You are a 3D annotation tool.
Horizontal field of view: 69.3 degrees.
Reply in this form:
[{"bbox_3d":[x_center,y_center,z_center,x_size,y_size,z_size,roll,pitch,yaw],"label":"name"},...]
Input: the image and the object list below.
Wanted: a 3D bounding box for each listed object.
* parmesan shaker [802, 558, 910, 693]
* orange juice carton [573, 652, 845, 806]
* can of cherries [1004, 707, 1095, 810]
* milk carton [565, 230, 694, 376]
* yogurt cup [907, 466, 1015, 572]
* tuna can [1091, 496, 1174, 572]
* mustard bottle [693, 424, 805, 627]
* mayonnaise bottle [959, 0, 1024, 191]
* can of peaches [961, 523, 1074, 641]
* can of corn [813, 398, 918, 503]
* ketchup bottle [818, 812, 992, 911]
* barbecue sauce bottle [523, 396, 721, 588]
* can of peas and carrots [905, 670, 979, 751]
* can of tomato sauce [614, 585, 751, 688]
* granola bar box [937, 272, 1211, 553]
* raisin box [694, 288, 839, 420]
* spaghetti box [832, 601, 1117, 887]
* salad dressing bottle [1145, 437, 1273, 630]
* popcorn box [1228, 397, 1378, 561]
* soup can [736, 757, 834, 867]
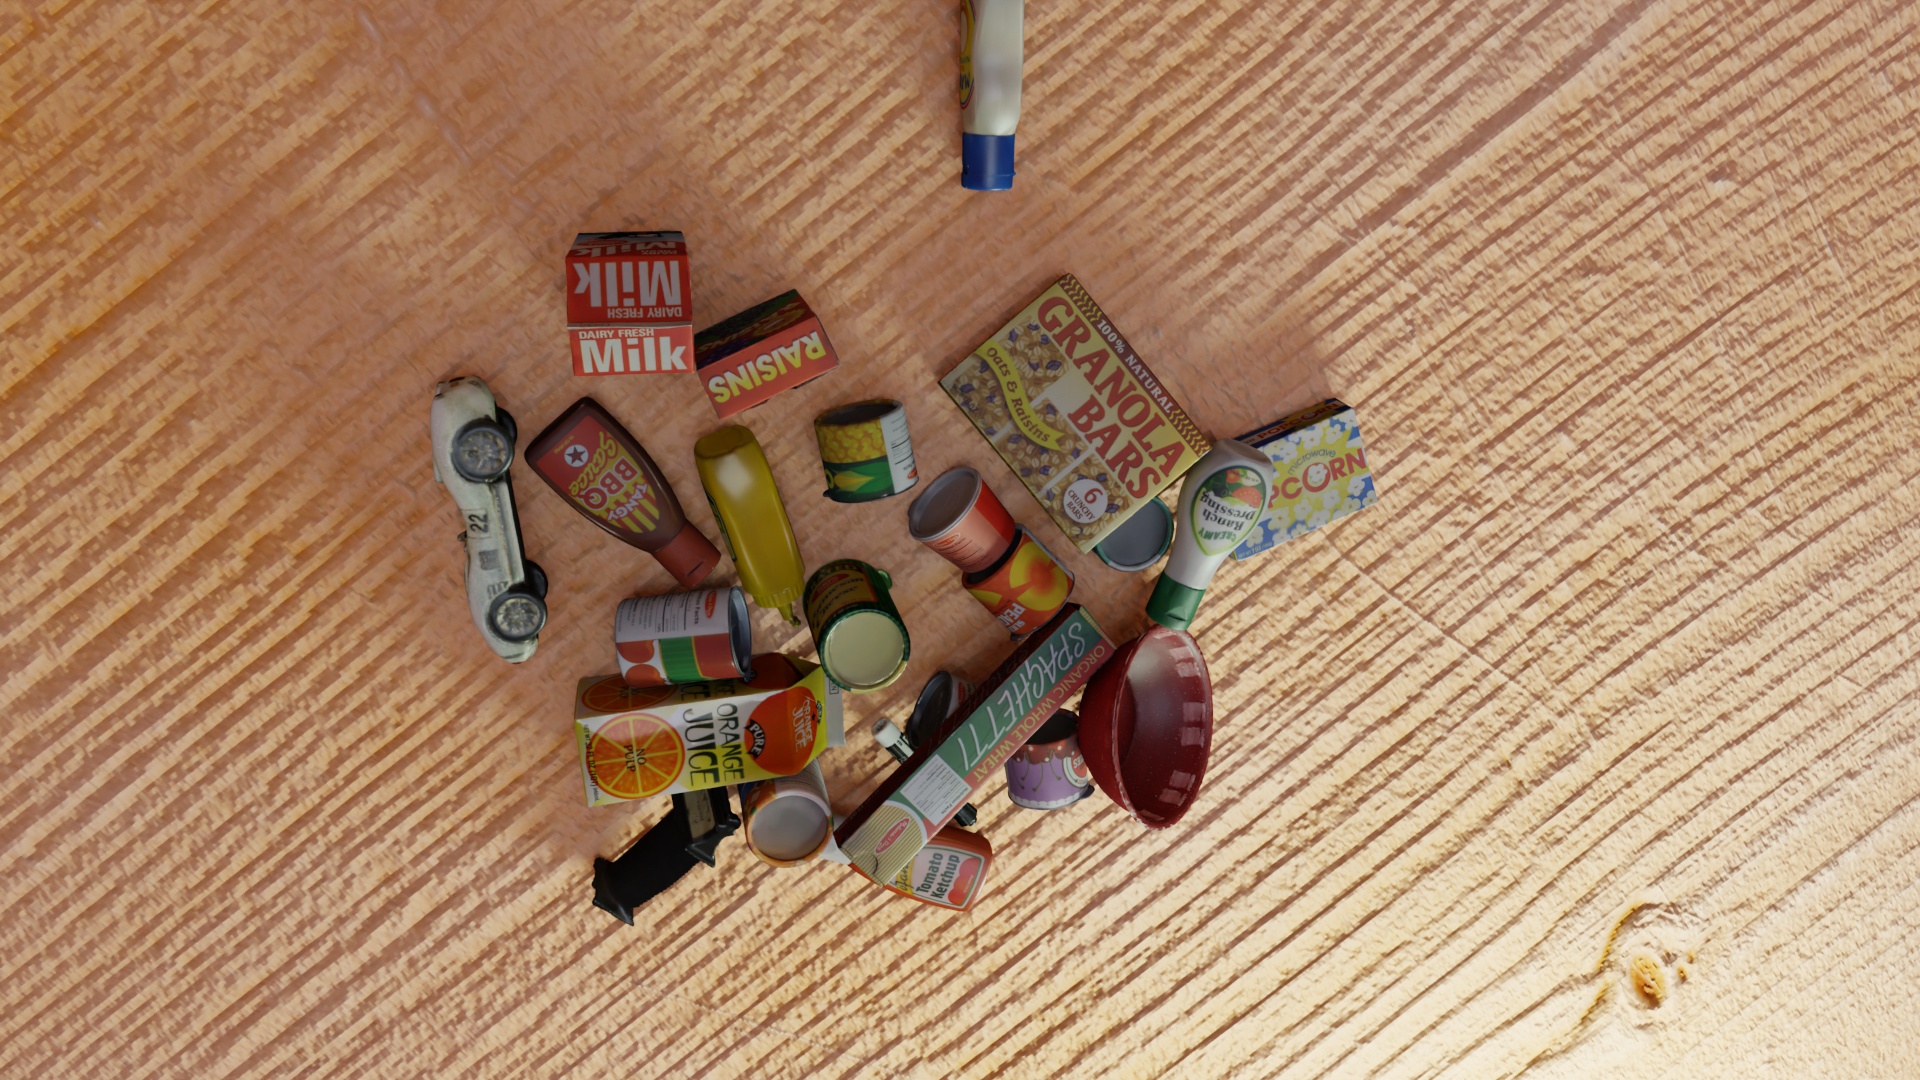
[{"bbox_3d":[-0.074,0.059,1.011,0.071,0.103,0.071,-4,108,-12],"label":"parmesan shaker"},{"bbox_3d":[-0.182,0.135,1.026,0.193,0.073,0.071,-7,109,-11],"label":"orange juice carton"},{"bbox_3d":[0.069,0.171,1.099,0.071,0.071,0.058,-11,109,-10],"label":"can of cherries"},{"bbox_3d":[-0.205,-0.148,0.866,0.072,0.191,0.073,-4,108,-12],"label":"milk carton"},{"bbox_3d":[0.004,-0.013,1.029,0.072,0.072,0.054,-45,120,4],"label":"yogurt cup"},{"bbox_3d":[0.130,-0.013,1.074,0.071,0.033,0.070,-4,109,-12],"label":"tuna can"},{"bbox_3d":[-0.145,-0.002,0.997,0.049,0.065,0.159,-22,115,-10],"label":"mustard bottle"},{"bbox_3d":[0.020,-0.313,0.938,0.041,0.065,0.147,-4,112,-13],"label":"mayonnaise bottle"},{"bbox_3d":[0.042,0.031,1.048,0.071,0.071,0.058,-44,111,3],"label":"can of peaches"},{"bbox_3d":[-0.070,-0.064,0.993,0.071,0.071,0.058,-14,110,-9],"label":"can of corn"},{"bbox_3d":[-0.052,0.250,1.109,0.149,0.043,0.064,19,103,-18],"label":"ketchup bottle"},{"bbox_3d":[-0.232,-0.029,0.978,0.065,0.044,0.148,-42,112,1],"label":"barbecue sauce bottle"},{"bbox_3d":[-0.001,0.143,1.077,0.059,0.071,0.071,25,101,-20],"label":"can of peas and carrots"},{"bbox_3d":[-0.198,0.071,0.998,0.083,0.071,0.071,-6,109,3],"label":"can of tomato sauce"},{"bbox_3d":[0.083,-0.093,1.016,0.124,0.039,0.165,-40,99,1],"label":"granola bar box"},{"bbox_3d":[-0.133,-0.126,0.927,0.086,0.124,0.040,-25,111,-5],"label":"raisin box"},{"bbox_3d":[0.012,0.148,1.028,0.250,0.029,0.050,-45,110,-6],"label":"spaghetti box"},{"bbox_3d":[0.185,-0.003,1.048,0.064,0.044,0.147,17,111,-11],"label":"salad dressing bottle"},{"bbox_3d":[0.255,-0.048,1.089,0.127,0.038,0.085,-23,110,-5],"label":"popcorn box"},{"bbox_3d":[-0.135,0.201,1.052,0.071,0.084,0.071,-4,109,-12],"label":"soup can"}]
